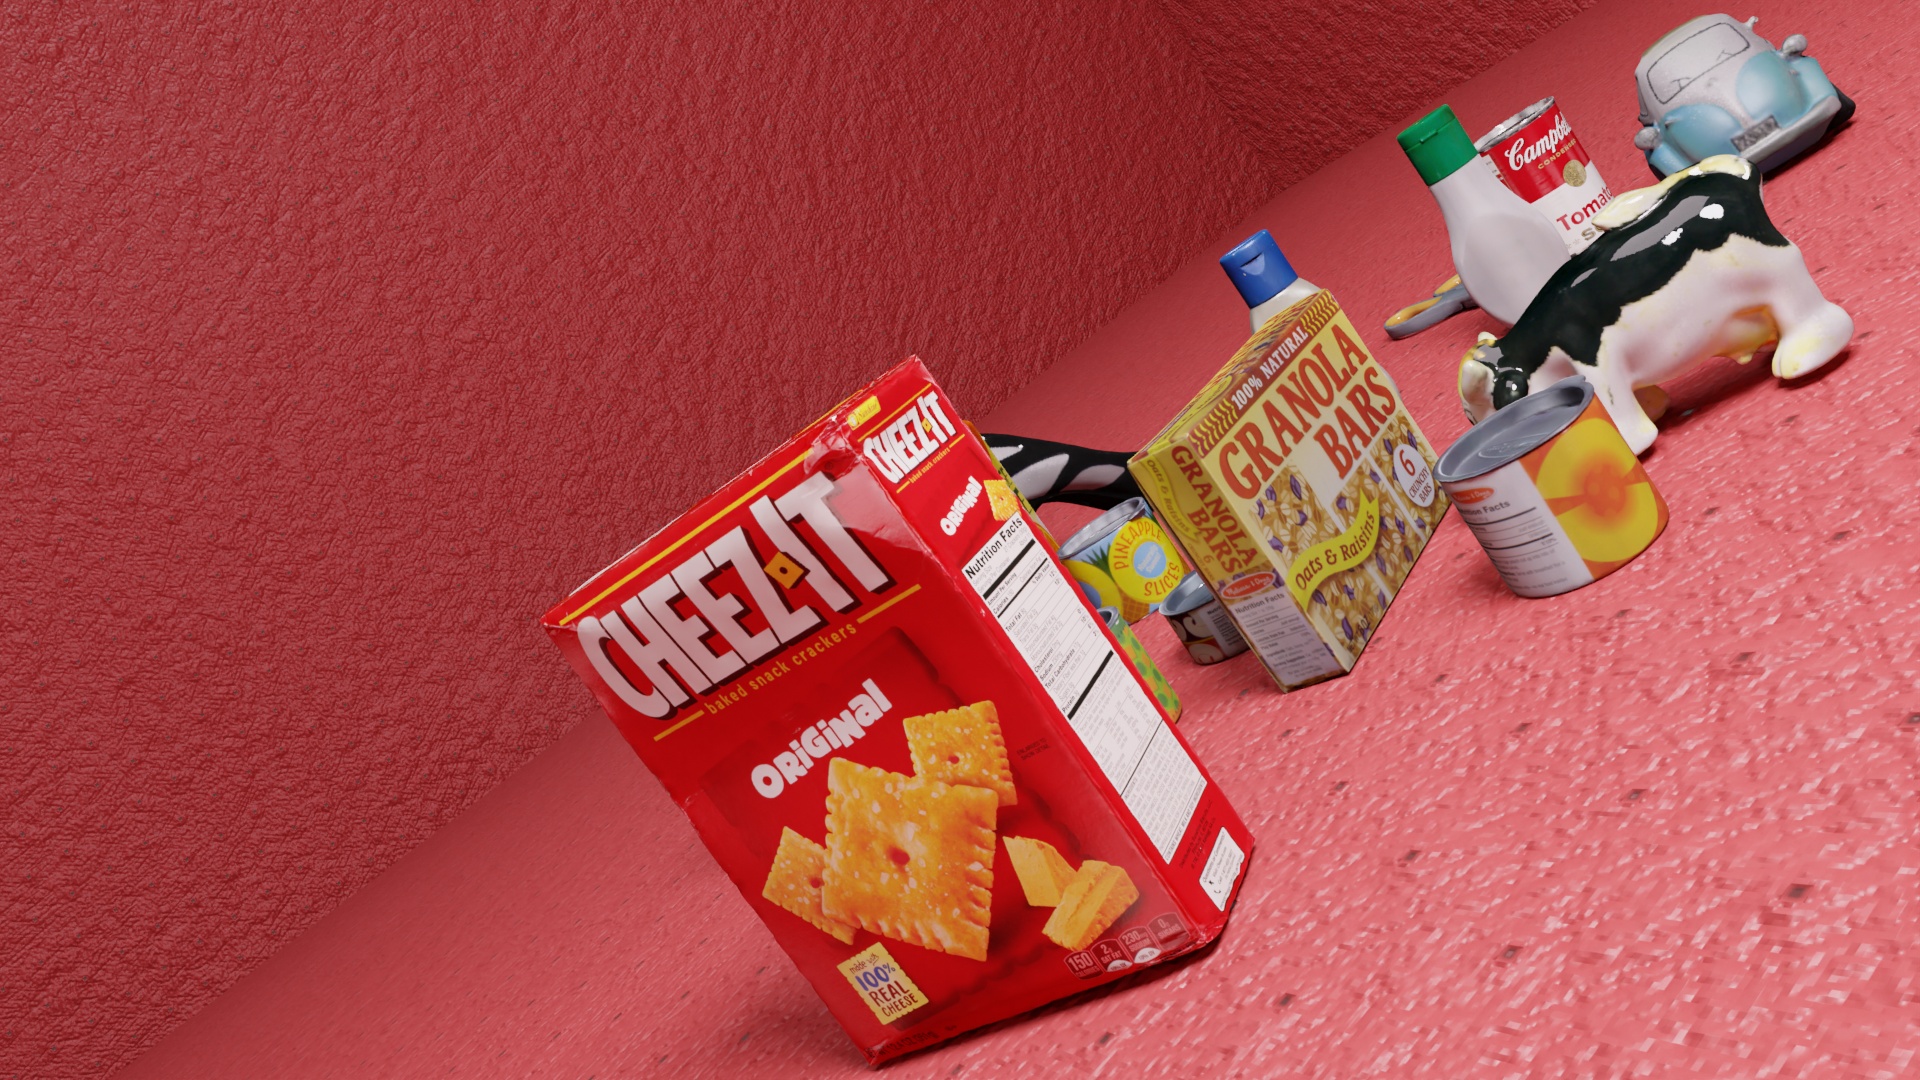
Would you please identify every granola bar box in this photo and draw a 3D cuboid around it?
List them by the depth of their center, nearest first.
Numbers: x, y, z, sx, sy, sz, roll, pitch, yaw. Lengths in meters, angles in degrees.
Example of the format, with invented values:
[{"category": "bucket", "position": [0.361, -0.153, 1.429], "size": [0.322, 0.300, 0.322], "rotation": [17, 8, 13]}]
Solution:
[{"category": "granola bar box", "position": [0.158, -0.028, 0.639], "size": [0.039, 0.124, 0.166], "rotation": [-28, 10, 45]}]

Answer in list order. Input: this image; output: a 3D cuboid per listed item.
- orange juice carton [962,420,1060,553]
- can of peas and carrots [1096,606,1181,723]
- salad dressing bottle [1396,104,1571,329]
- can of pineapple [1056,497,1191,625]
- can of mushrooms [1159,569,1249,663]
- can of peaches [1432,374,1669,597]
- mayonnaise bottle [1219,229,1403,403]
[{"category": "orange juice carton", "position": [0.003, -0.012, 0.955], "size": [0.073, 0.192, 0.072], "rotation": [-33, 8, 21]}, {"category": "can of peas and carrots", "position": [0.064, 0.074, 0.666], "size": [0.071, 0.058, 0.071], "rotation": [-35, 7, 5]}, {"category": "salad dressing bottle", "position": [0.333, -0.206, 0.884], "size": [0.064, 0.147, 0.044], "rotation": [-32, 8, 28]}, {"category": "can of pineapple", "position": [0.103, 0.014, 0.869], "size": [0.071, 0.058, 0.071], "rotation": [-35, 7, 5]}, {"category": "can of mushrooms", "position": [0.138, 0.031, 0.710], "size": [0.071, 0.033, 0.071], "rotation": [-35, 7, 5]}, {"category": "can of peaches", "position": [0.229, -0.021, 0.536], "size": [0.071, 0.058, 0.071], "rotation": [-35, 7, 5]}, {"category": "mayonnaise bottle", "position": [0.221, -0.128, 0.892], "size": [0.064, 0.148, 0.041], "rotation": [-33, 7, 17]}]
